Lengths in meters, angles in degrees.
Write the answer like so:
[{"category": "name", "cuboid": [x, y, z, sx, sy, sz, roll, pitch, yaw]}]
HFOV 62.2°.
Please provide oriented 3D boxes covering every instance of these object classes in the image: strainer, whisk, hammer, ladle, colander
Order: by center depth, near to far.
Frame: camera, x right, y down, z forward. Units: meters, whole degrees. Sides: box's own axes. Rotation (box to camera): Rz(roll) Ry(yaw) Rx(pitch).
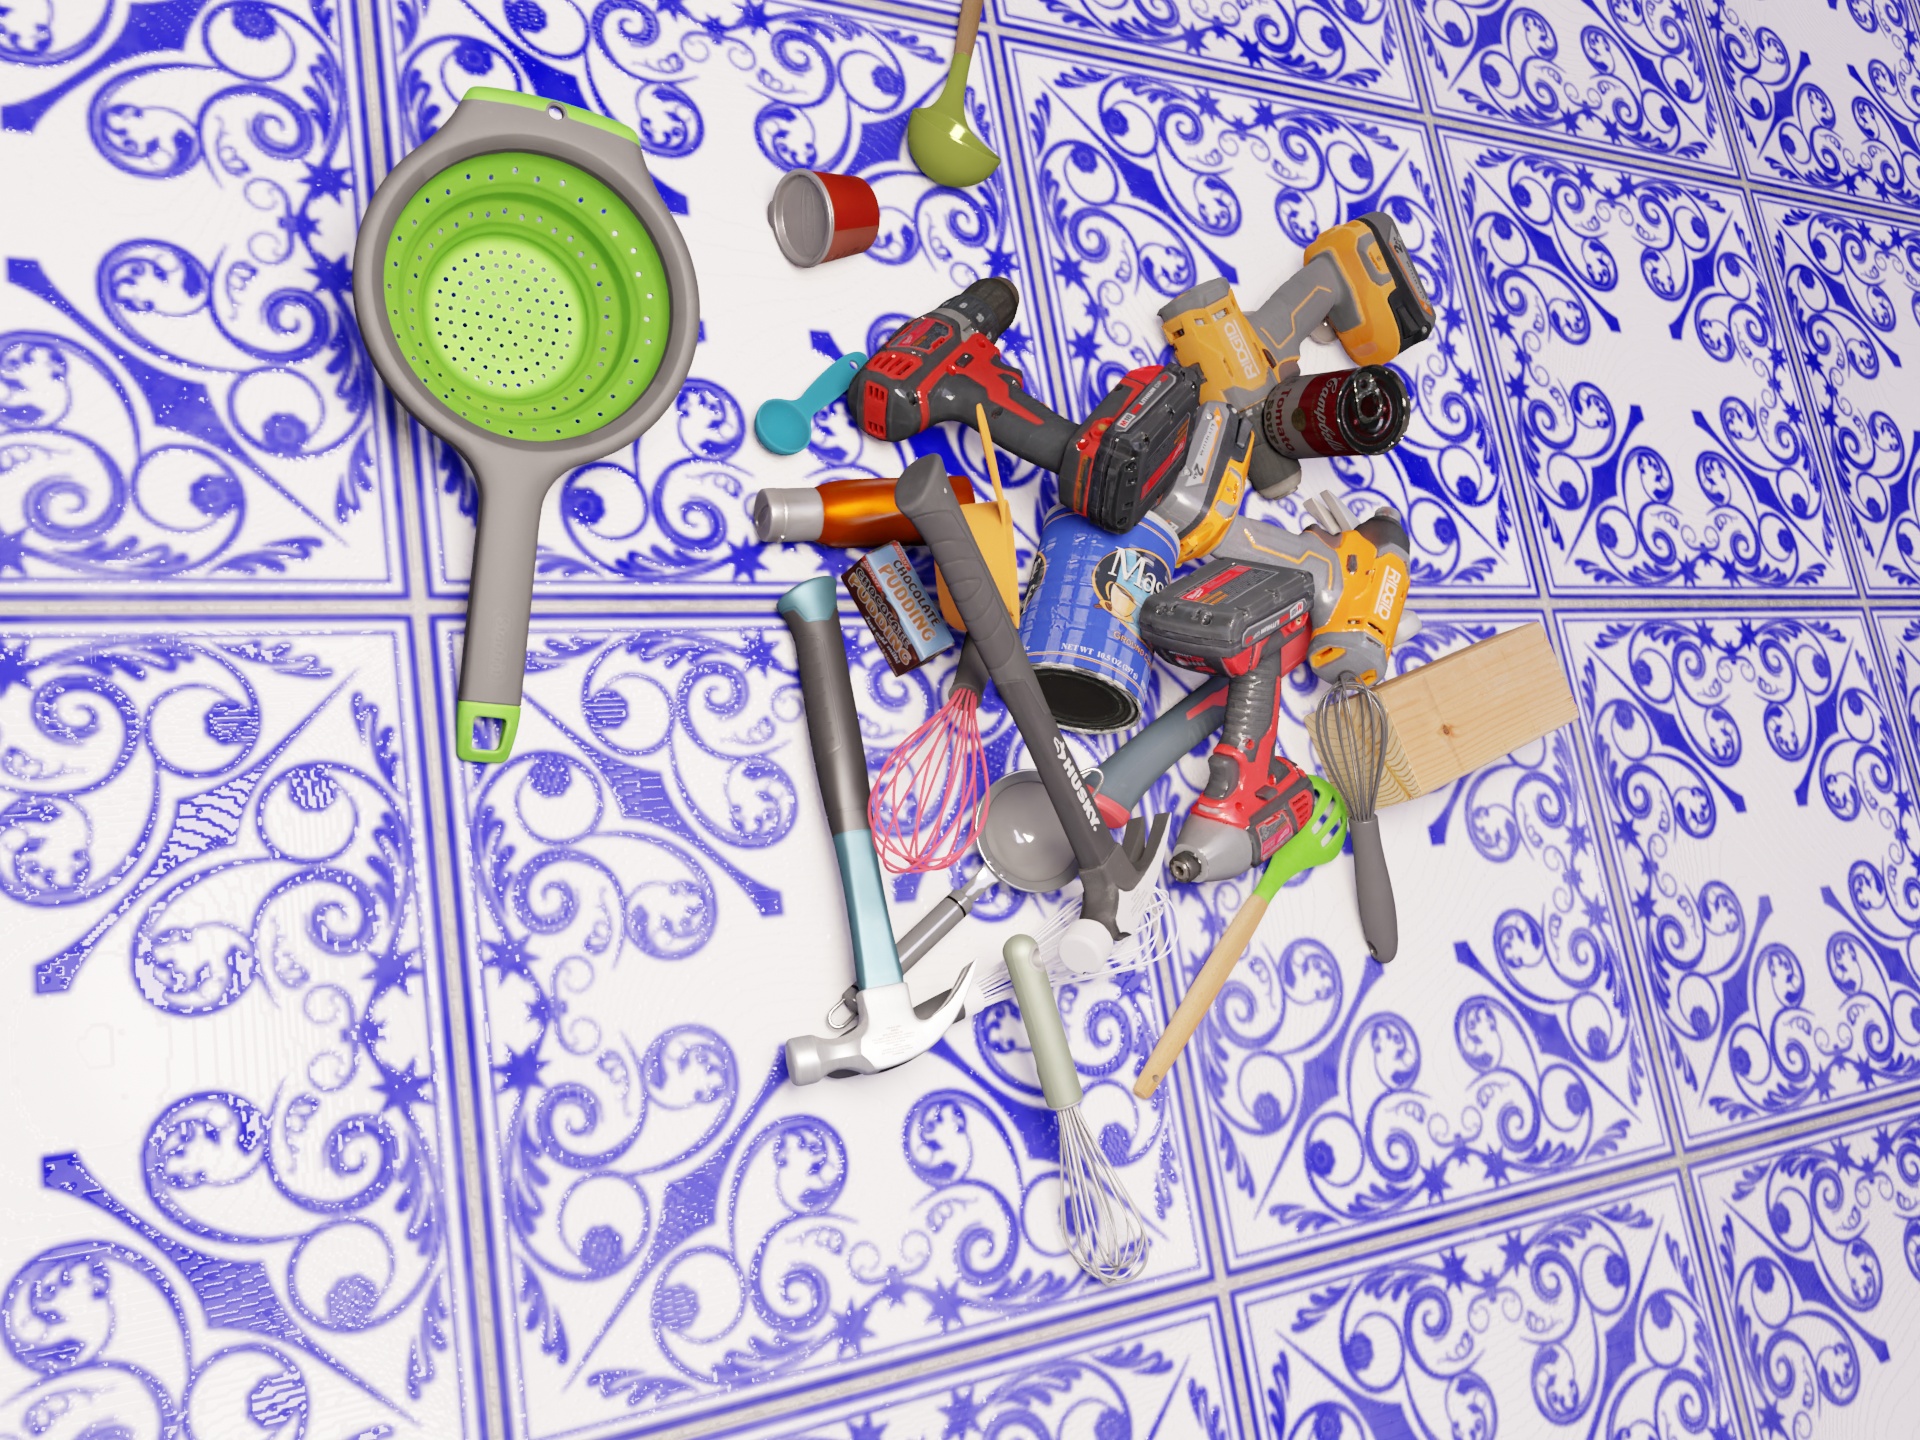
[{"category": "colander", "cuboid": [-0.282, -0.174, 0.984, 0.204, 0.094, 0.397, 6, 90, -28]}, {"category": "hammer", "cuboid": [0.044, -0.014, 1.017, 0.146, 0.035, 0.334, -47, 117, -50]}, {"category": "hammer", "cuboid": [-0.073, 0.061, 1.031, 0.128, 0.033, 0.331, -6, 72, -18]}, {"category": "whisk", "cuboid": [0.070, 0.255, 1.037, 0.058, 0.059, 0.246, -28, 103, -61]}, {"category": "whisk", "cuboid": [-0.002, -0.003, 1.049, 0.073, 0.073, 0.296, 37, 38, -15]}, {"category": "whisk", "cuboid": [0.031, 0.174, 1.063, 0.284, 0.070, 0.070, -21, 86, -27]}, {"category": "strainer", "cuboid": [0.003, 0.118, 1.073, 0.258, 0.050, 0.087, -41, 91, -26]}, {"category": "whisk", "cuboid": [0.312, 0.077, 1.220, 0.055, 0.055, 0.239, -21, 106, -32]}, {"category": "hammer", "cuboid": [0.211, -0.044, 1.238, 0.386, 0.038, 0.143, -34, 92, -32]}, {"category": "ladle", "cuboid": [0.011, -0.555, 1.270, 0.078, 0.062, 0.320, 21, 64, -25]}]

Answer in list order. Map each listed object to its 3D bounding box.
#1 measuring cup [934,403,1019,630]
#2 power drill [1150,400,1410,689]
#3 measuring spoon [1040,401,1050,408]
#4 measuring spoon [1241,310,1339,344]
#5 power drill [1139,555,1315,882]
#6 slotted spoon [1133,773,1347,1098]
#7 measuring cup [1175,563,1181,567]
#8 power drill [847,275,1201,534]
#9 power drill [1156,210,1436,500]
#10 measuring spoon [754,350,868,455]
[{"category": "measuring cup", "cuboid": [0.004, -0.132, 1.045, 0.052, 0.173, 0.095, -6, 45, 7]}, {"category": "power drill", "cuboid": [0.252, -0.146, 1.230, 0.226, 0.084, 0.164, 32, 59, -14]}, {"category": "measuring spoon", "cuboid": [0.097, -0.207, 1.241, 0.116, 0.011, 0.021, 37, 60, -19]}, {"category": "measuring spoon", "cuboid": [0.275, -0.342, 1.380, 0.124, 0.018, 0.034, -5, 85, -23]}, {"category": "power drill", "cuboid": [0.191, 0.007, 1.127, 0.143, 0.079, 0.219, -30, 123, -39]}, {"category": "slotted spoon", "cuboid": [0.213, 0.155, 1.186, 0.070, 0.031, 0.314, 45, 61, -11]}, {"category": "measuring cup", "cuboid": [0.155, -0.198, 1.266, 0.062, 0.029, 0.156, -8, 91, -31]}, {"category": "power drill", "cuboid": [0.056, -0.240, 1.141, 0.227, 0.080, 0.188, 25, 50, 18]}, {"category": "power drill", "cuboid": [0.290, -0.305, 1.327, 0.226, 0.084, 0.185, -31, 99, -22]}, {"category": "measuring spoon", "cuboid": [-0.105, -0.227, 1.132, 0.042, 0.021, 0.129, 46, 50, -9]}]
